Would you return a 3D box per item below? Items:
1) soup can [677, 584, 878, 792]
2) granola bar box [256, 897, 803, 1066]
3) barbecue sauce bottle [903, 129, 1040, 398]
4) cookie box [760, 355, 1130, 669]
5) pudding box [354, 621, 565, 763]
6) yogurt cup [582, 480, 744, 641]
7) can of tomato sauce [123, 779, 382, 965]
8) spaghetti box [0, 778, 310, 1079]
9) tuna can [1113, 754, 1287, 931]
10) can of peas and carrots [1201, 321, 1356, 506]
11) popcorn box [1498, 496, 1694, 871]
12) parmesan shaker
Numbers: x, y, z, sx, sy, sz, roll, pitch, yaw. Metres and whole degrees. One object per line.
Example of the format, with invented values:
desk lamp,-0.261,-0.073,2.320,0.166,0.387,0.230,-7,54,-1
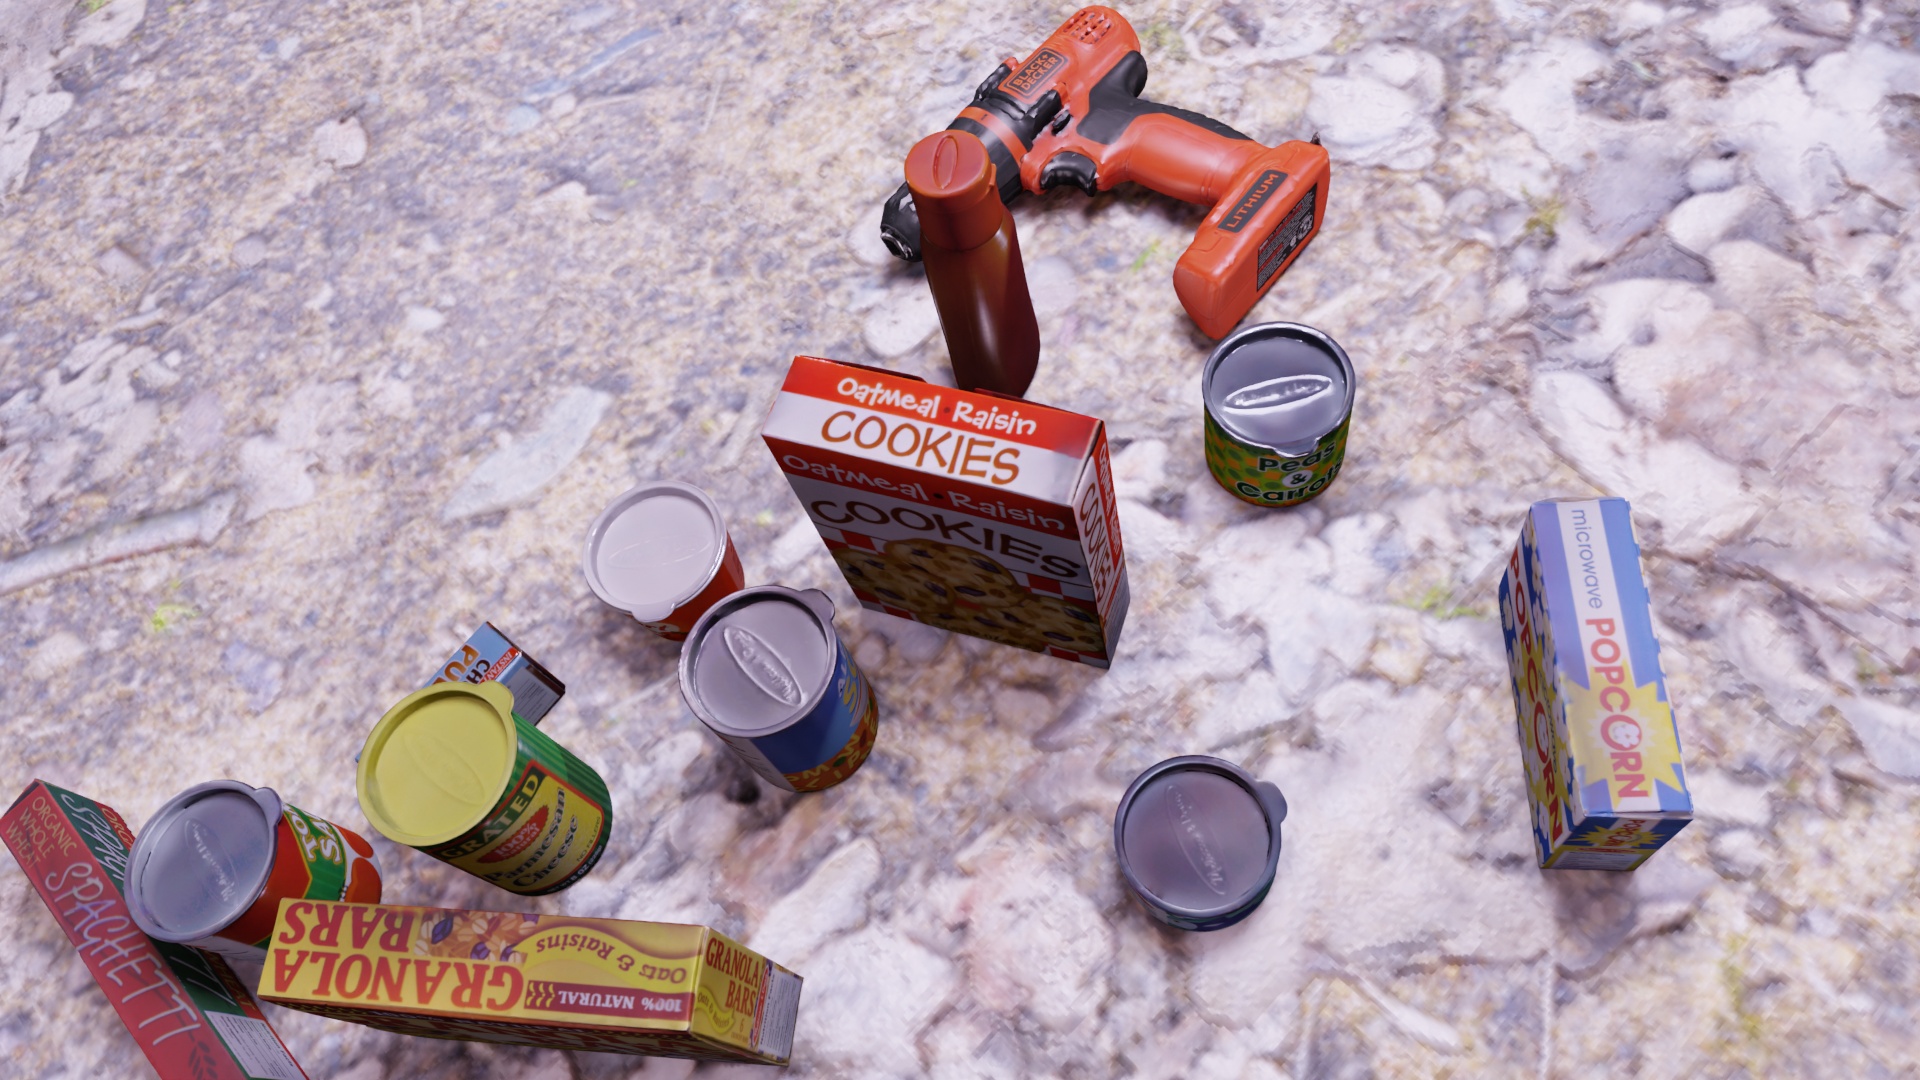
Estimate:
soup can,-0.073,0.064,0.597,0.071,0.083,0.071,-4,64,9
granola bar box,-0.158,0.173,0.536,0.165,0.123,0.039,0,65,11
barbecue sauce bottle,0.007,-0.125,0.640,0.044,0.148,0.065,2,65,12
cookie box,0.002,-0.007,0.572,0.123,0.166,0.040,13,68,16
pudding box,-0.227,0.084,0.635,0.030,0.049,0.084,34,74,23
yogurt cup,-0.135,0.013,0.651,0.072,0.053,0.072,-4,63,9
can of tomato sauce,-0.300,0.145,0.600,0.071,0.082,0.071,-4,64,9
spaghetti box,-0.336,0.196,0.599,0.250,0.050,0.029,38,76,24
tuna can,0.099,0.122,0.565,0.071,0.032,0.071,-4,63,9
can of peas and carrots,0.144,-0.054,0.630,0.071,0.058,0.071,-4,64,9
popcorn box,0.243,0.057,0.541,0.038,0.085,0.127,-3,64,9
parmesan shaker,-0.195,0.106,0.588,0.071,0.102,0.071,-4,64,9
